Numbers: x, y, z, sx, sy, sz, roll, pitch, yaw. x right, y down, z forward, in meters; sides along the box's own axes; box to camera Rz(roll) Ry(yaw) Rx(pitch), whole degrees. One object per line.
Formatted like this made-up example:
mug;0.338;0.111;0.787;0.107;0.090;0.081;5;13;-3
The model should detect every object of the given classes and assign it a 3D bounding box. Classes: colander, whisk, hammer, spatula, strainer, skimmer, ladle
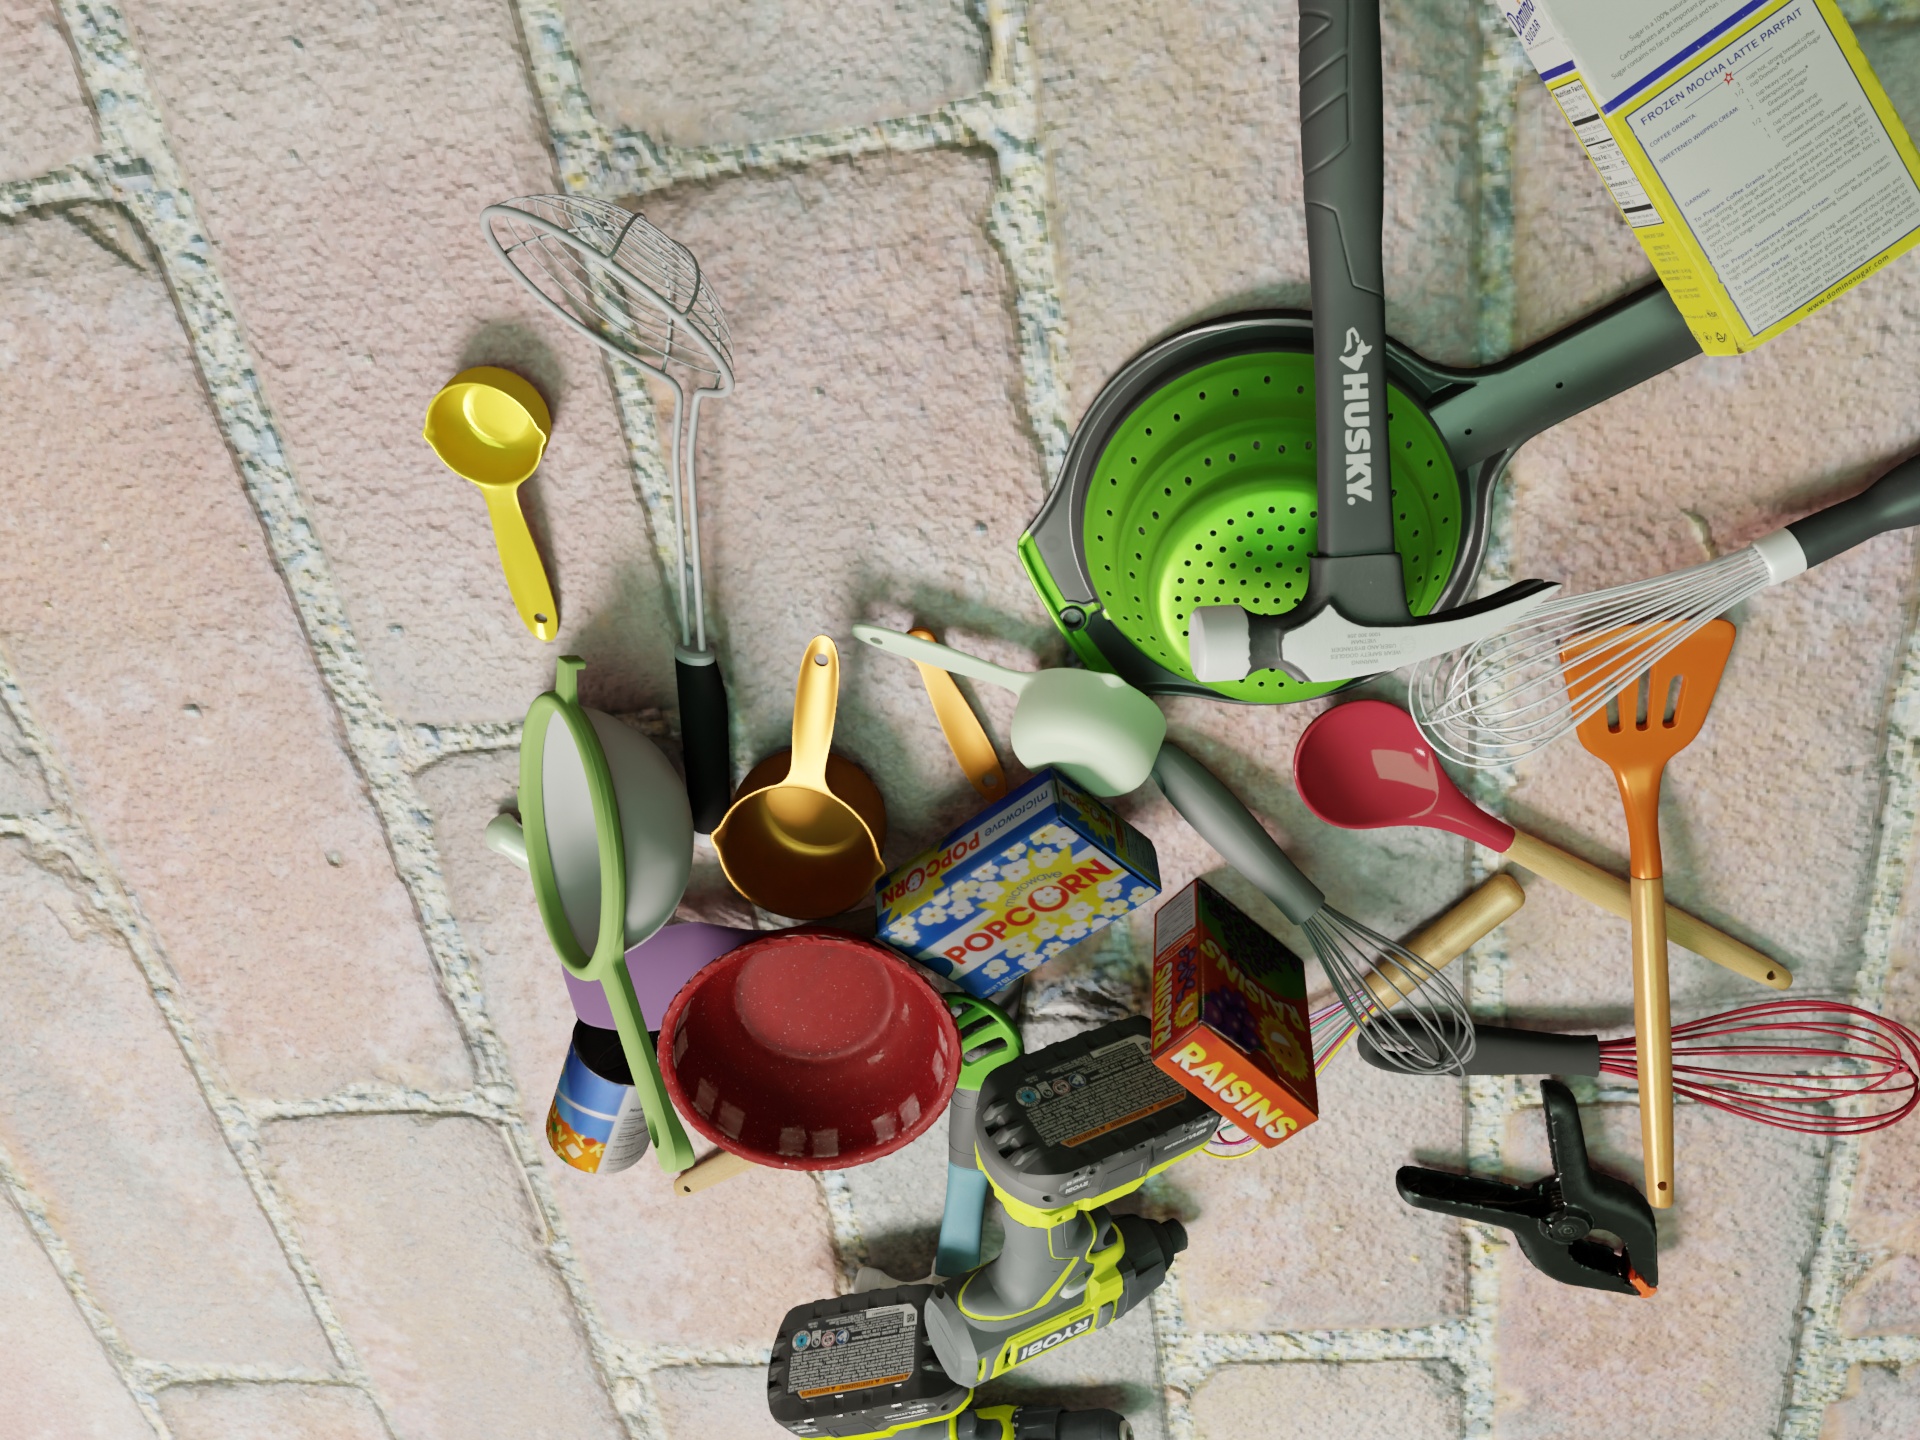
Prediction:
colander;0.210;-0.109;0.698;0.397;0.095;0.204;-26;113;21
whisk;-0.163;0.121;0.918;0.246;0.058;0.059;31;85;-7
hammer;0.159;-0.184;0.632;0.146;0.035;0.334;-4;98;1
spatula;0.352;0.105;0.810;0.081;0.041;0.322;-6;102;11
strainer;-0.158;0.100;0.809;0.069;0.257;0.151;-9;152;-30
whisk;0.218;0.170;0.892;0.051;0.047;0.245;30;117;-31
whisk;0.370;0.186;0.874;0.296;0.073;0.073;0;120;15
spatula;-0.066;0.118;0.883;0.316;0.018;0.059;-14;103;4
whisk;0.339;-0.061;0.723;0.284;0.070;0.070;-27;114;10
whisk;0.182;0.099;0.832;0.239;0.055;0.055;46;117;-2
skimmer;-0.155;-0.074;0.772;0.127;0.090;0.363;25;130;32
hammer;0.006;0.259;0.978;0.128;0.033;0.330;8;121;4
ladle;0.308;0.073;0.831;0.315;0.031;0.069;26;102;-10

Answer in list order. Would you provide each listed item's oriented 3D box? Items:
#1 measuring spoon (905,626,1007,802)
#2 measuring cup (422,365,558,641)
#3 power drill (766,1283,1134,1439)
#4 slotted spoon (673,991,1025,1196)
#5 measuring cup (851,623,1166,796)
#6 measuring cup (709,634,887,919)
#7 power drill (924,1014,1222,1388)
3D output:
measuring spoon;-0.001;-0.003;0.841;0.021;0.011;0.116;-19;120;15
measuring cup;-0.224;-0.108;0.805;0.062;0.029;0.156;2;132;7
power drill;-0.006;0.459;1.051;0.190;0.080;0.228;-17;133;18
slotted spoon;-0.076;0.233;0.957;0.313;0.031;0.070;-34;100;34
measuring cup;0.020;-0.006;0.796;0.167;0.038;0.083;19;155;-3
measuring cup;-0.077;0.022;0.841;0.095;0.052;0.173;11;119;2
power drill;0.072;0.279;0.914;0.171;0.080;0.223;-15;134;-24
